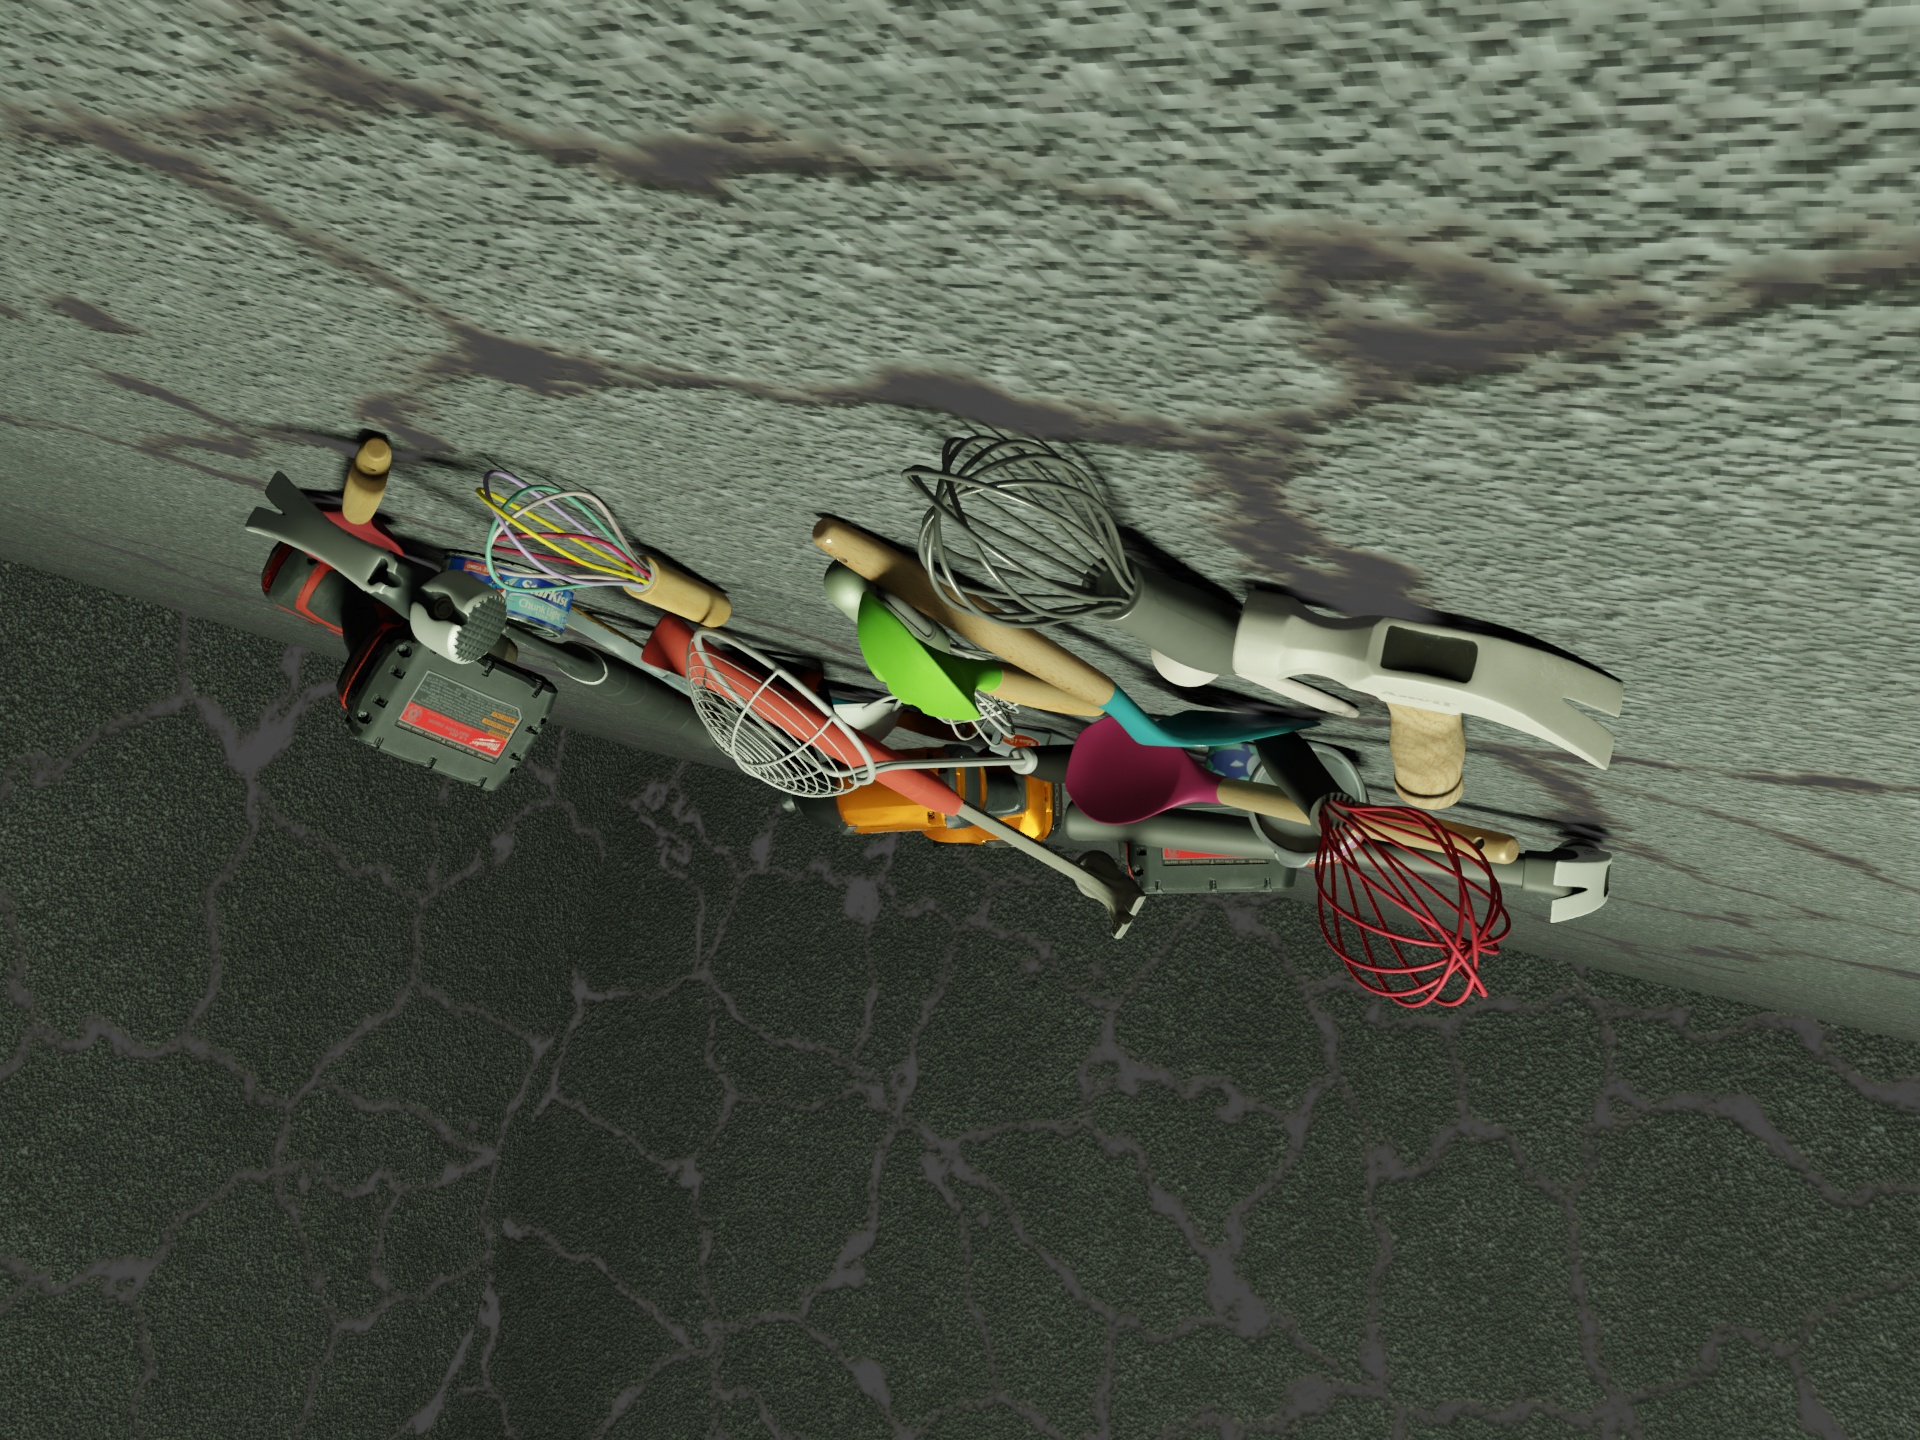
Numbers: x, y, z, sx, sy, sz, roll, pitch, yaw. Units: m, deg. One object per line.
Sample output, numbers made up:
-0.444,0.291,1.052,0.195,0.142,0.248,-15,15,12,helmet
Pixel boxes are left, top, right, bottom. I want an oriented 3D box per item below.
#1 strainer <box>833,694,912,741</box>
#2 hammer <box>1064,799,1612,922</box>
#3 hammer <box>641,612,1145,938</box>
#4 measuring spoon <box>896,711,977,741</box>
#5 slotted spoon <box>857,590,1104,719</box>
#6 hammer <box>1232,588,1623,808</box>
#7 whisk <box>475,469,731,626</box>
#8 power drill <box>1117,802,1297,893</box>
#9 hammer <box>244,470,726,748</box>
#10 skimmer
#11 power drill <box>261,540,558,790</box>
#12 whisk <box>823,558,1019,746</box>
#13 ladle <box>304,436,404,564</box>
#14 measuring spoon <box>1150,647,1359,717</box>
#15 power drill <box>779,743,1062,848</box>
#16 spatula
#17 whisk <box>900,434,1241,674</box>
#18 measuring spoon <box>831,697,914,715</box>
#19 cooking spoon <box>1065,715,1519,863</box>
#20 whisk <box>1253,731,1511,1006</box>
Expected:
-0.118,-0.009,1.284,0.086,0.050,0.258,1,-174,-33,strainer
0.229,0.080,0.997,0.335,0.035,0.146,6,-176,19,hammer
-0.044,0.033,1.037,0.359,0.037,0.149,29,-177,-3,hammer
-0.028,0.003,1.235,0.011,0.021,0.117,3,-177,-41,measuring spoon
0.023,-0.017,0.768,0.070,0.031,0.313,47,-167,17,slotted spoon
0.202,0.006,0.681,0.130,0.031,0.331,13,174,19,hammer
-0.164,-0.072,0.776,0.047,0.051,0.245,7,176,14,whisk
0.187,0.082,1.176,0.143,0.078,0.219,-2,177,6,power drill
-0.224,-0.037,0.878,0.149,0.036,0.408,28,177,17,hammer
-0.002,-0.003,0.972,0.363,0.090,0.127,1,-168,-41,skimmer
-0.354,-0.042,1.071,0.187,0.080,0.227,29,-174,-44,power drill
-0.013,-0.034,0.785,0.059,0.058,0.246,-23,161,11,whisk
-0.314,-0.112,0.826,0.069,0.031,0.315,19,171,-22,ladle
0.135,-0.013,0.719,0.124,0.018,0.034,17,173,-32,measuring spoon
-0.027,0.059,1.260,0.164,0.084,0.226,-5,173,26,power drill
0.051,-0.033,0.729,0.082,0.044,0.317,8,167,45,spatula
0.053,-0.044,0.520,0.055,0.055,0.238,11,177,31,whisk
-0.075,-0.002,1.312,0.129,0.021,0.042,8,172,46,measuring spoon
0.164,0.043,0.871,0.017,0.069,0.319,19,175,-37,cooking spoon
0.175,0.050,0.718,0.073,0.073,0.296,15,-166,-7,whisk
